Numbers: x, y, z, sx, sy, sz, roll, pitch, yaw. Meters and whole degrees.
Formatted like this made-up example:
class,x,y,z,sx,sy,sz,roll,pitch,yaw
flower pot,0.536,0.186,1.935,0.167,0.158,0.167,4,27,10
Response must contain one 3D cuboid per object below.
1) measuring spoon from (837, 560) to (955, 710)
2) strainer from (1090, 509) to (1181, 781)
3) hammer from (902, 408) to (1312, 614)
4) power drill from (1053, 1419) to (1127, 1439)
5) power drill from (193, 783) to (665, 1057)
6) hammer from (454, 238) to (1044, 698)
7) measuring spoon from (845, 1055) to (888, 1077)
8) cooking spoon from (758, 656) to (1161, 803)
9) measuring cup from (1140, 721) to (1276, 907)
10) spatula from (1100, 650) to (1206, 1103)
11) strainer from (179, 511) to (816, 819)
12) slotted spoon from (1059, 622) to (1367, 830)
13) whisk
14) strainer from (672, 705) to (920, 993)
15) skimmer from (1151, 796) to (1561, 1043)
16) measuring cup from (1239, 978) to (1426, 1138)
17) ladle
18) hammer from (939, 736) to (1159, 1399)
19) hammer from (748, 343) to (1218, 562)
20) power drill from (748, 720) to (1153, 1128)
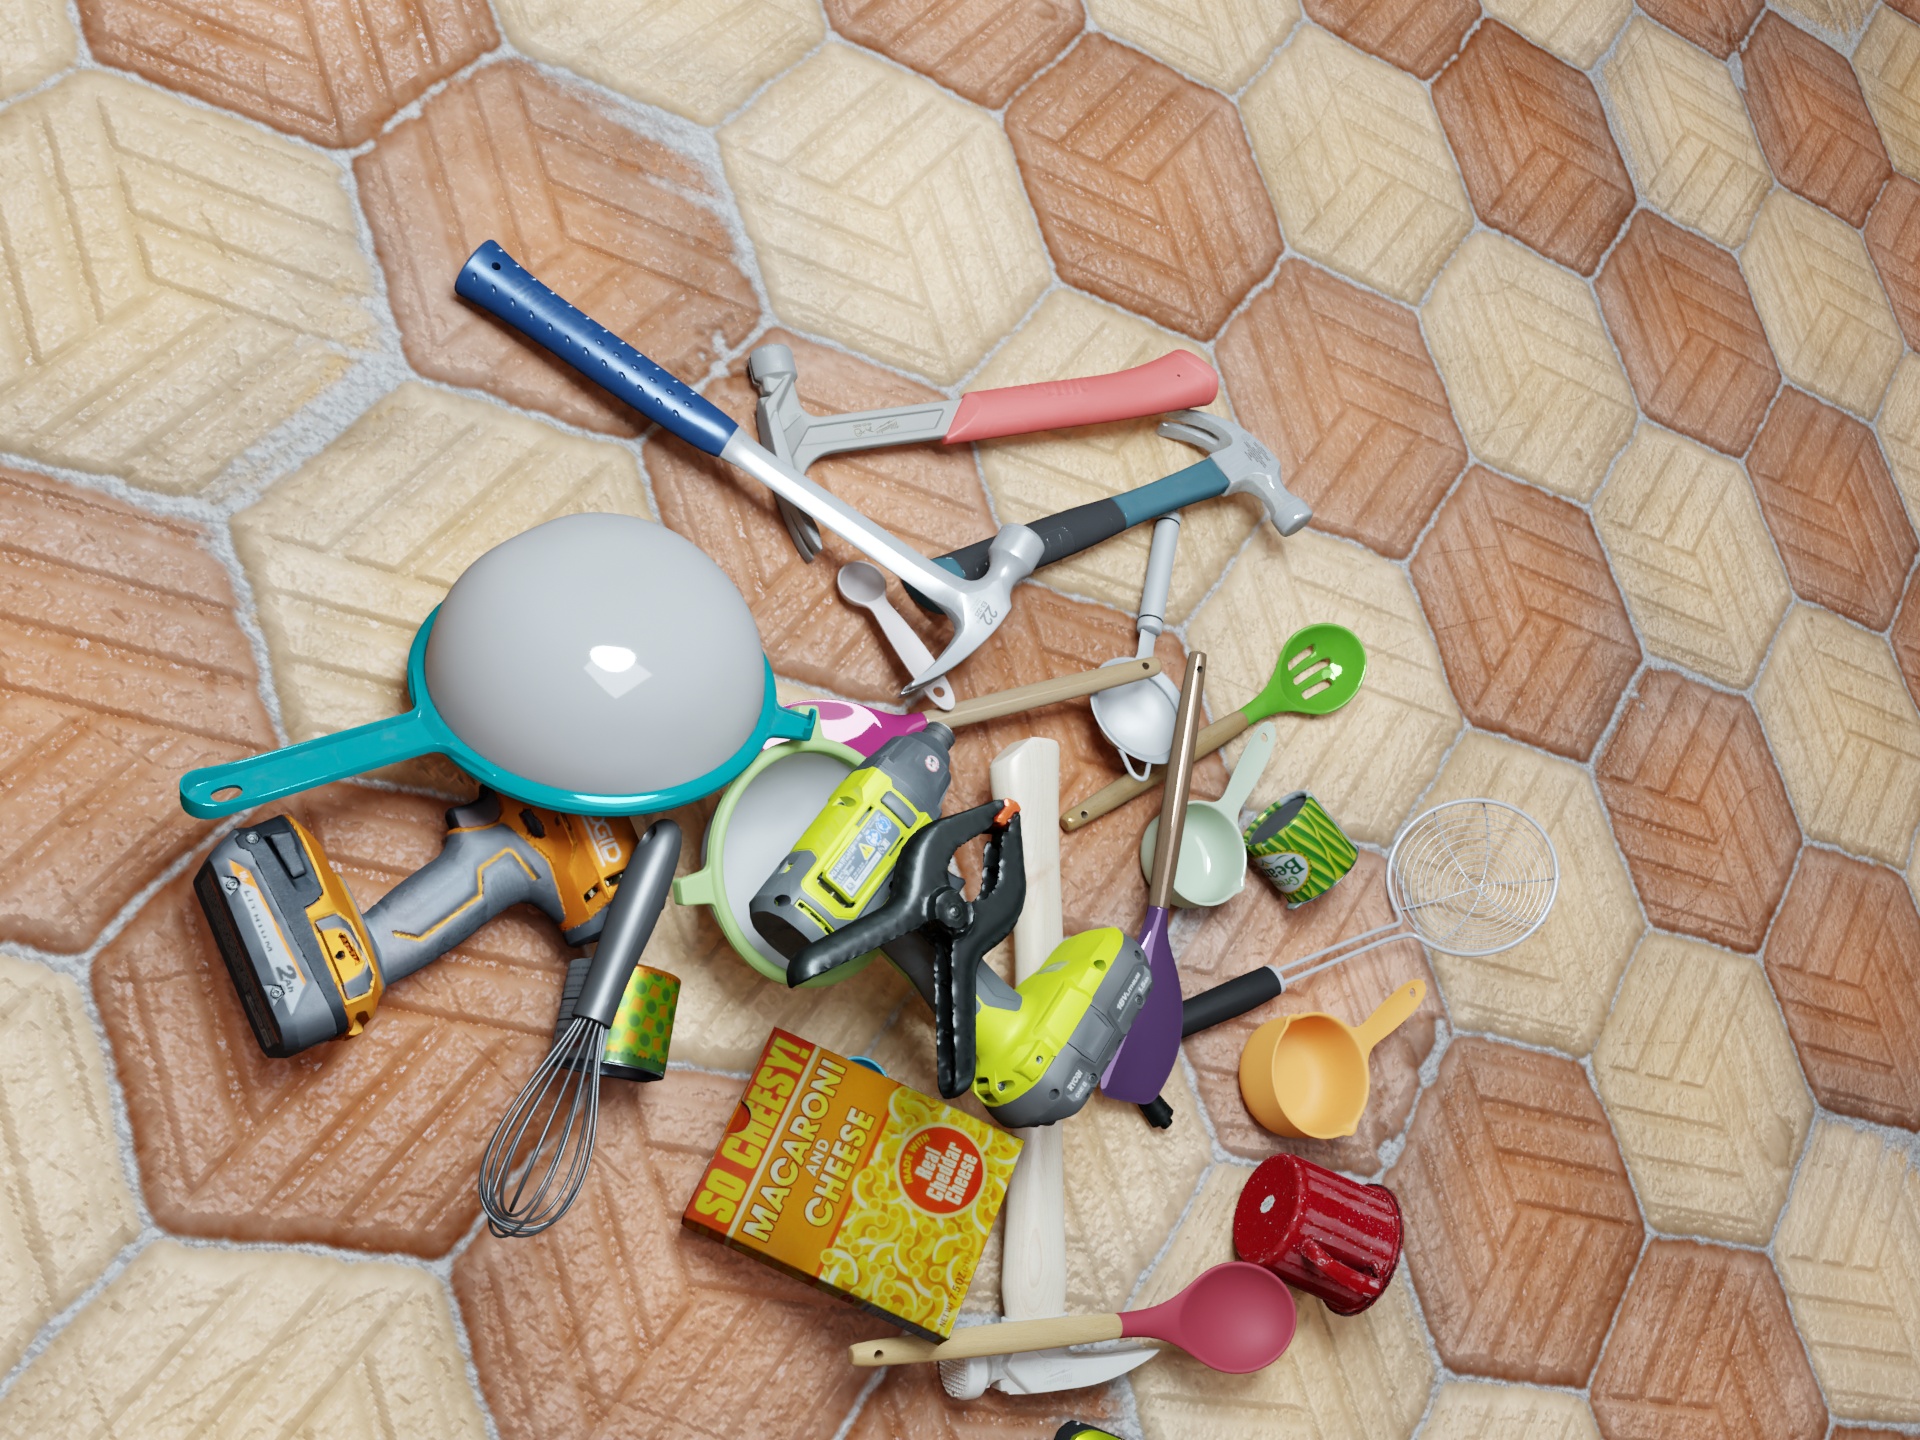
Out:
class,x,y,z,sx,sy,sz,roll,pitch,yaw
measuring spoon,-0.043,-0.055,1.075,0.034,0.018,0.124,-29,78,-30
strainer,0.139,-0.061,1.178,0.086,0.050,0.259,24,60,-19
hammer,0.104,-0.147,1.172,0.331,0.033,0.128,-23,69,-27
power drill,0.138,0.468,0.915,0.190,0.228,0.080,33,63,-17
power drill,-0.293,0.074,0.882,0.226,0.084,0.164,-22,87,-36
hammer,-0.143,-0.170,1.026,0.405,0.035,0.144,34,69,-8
measuring spoon,-0.099,0.253,0.975,0.128,0.021,0.042,-31,74,-23
cooking spoon,-0.002,-0.003,1.074,0.319,0.017,0.069,-14,72,-22
measuring cup,0.187,0.066,1.169,0.083,0.038,0.168,42,59,-12
spatula,0.143,0.105,1.102,0.059,0.018,0.316,14,79,-22
strainer,-0.249,-0.034,0.864,0.340,0.095,0.211,-21,56,-38
slotted spoon,0.192,0.008,1.195,0.314,0.031,0.070,-28,93,-30
whisk,-0.197,0.160,0.856,0.055,0.055,0.239,27,64,-20
strainer,-0.076,0.122,1.004,0.256,0.069,0.151,49,56,-29
skimmer,0.284,0.153,1.167,0.363,0.090,0.127,-16,52,-29
measuring cup,0.273,0.237,1.160,0.173,0.052,0.095,-29,91,-33
ladle,0.075,0.377,0.981,0.315,0.031,0.069,6,75,-28
hammer,0.059,0.217,1.035,0.146,0.038,0.411,6,79,-29
hammer,0.032,-0.213,1.143,0.359,0.036,0.149,-12,82,-24
power drill,0.003,0.121,0.957,0.223,0.080,0.171,45,58,-13
